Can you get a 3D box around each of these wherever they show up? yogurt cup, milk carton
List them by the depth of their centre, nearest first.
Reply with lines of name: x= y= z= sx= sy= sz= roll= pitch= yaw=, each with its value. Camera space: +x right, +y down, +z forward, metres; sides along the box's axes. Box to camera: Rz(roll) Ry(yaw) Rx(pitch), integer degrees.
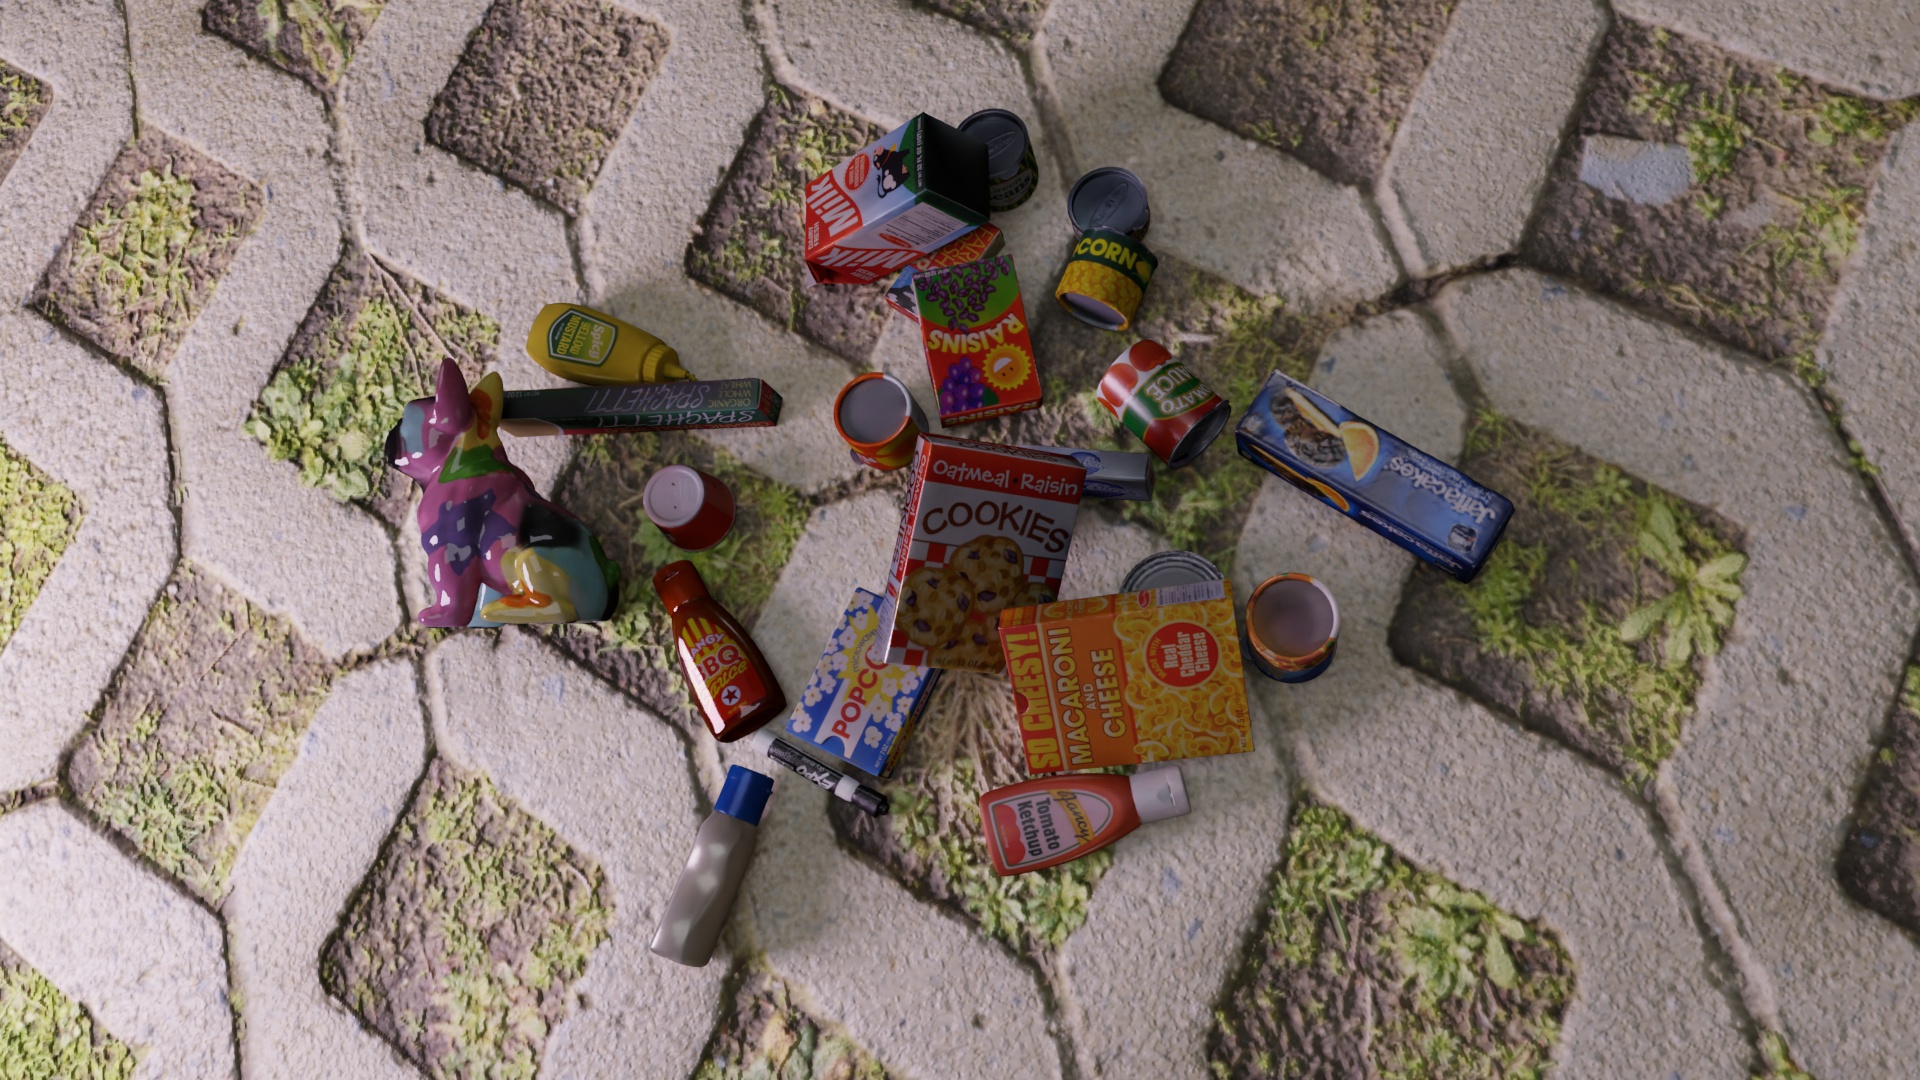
yogurt cup: x=-0.226 y=-0.030 z=1.146 sx=0.072 sy=0.054 sz=0.072 roll=-3 pitch=74 yaw=11
milk carton: x=-0.068 y=-0.272 z=1.149 sx=0.190 sy=0.073 sz=0.072 roll=-18 pitch=67 yaw=42

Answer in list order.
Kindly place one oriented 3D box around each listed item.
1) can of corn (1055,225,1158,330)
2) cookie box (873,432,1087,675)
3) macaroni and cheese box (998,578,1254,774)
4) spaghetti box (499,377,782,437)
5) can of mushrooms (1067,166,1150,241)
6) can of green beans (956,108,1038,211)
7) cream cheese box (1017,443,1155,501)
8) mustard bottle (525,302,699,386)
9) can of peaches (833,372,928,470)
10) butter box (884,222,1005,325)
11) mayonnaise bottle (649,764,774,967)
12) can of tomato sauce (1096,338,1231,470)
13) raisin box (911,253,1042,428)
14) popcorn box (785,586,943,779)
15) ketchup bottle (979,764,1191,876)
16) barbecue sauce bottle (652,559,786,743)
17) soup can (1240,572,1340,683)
can of corn: x=0.116 y=-0.210 z=1.114 sx=0.071 sy=0.071 sz=0.058 roll=22 pitch=81 yaw=17
cookie box: x=0.014 y=0.012 z=1.025 sx=0.123 sy=0.040 sz=0.167 roll=8 pitch=102 yaw=-19
macaroni and cheese box: x=0.120 y=0.100 z=1.004 sx=0.166 sy=0.040 sz=0.123 roll=-8 pitch=110 yaw=10
spaghetti box: x=-0.278 y=-0.113 z=1.184 sx=0.250 sy=0.050 sz=0.029 roll=-1 pitch=76 yaw=12
can of mushrooms: x=0.125 y=-0.271 z=1.150 sx=0.071 sy=0.033 sz=0.071 roll=-3 pitch=73 yaw=11
can of green beans: x=0.030 y=-0.320 z=1.173 sx=0.071 sy=0.057 sz=0.071 roll=-3 pitch=73 yaw=11
cream cheese box: x=0.098 y=-0.052 z=1.081 sx=0.104 sy=0.053 sz=0.024 roll=5 pitch=74 yaw=14
mustard bottle: x=-0.296 y=-0.161 z=1.202 sx=0.160 sy=0.048 sz=0.065 roll=16 pitch=80 yaw=17
can of peaches: x=-0.066 y=-0.095 z=1.127 sx=0.071 sy=0.058 sz=0.071 roll=-3 pitch=73 yaw=11
butter box: x=-0.013 y=-0.230 z=1.173 sx=0.053 sy=0.024 sz=0.103 roll=34 pitch=84 yaw=19
mayonnaise bottle: x=-0.185 y=0.245 z=1.053 sx=0.041 sy=0.064 sz=0.148 roll=17 pitch=74 yaw=14
can of tomato sauce: x=0.157 y=-0.108 z=1.076 sx=0.071 sy=0.071 sz=0.083 roll=-43 pitch=69 yaw=-2
raisin box: x=0.013 y=-0.161 z=1.125 sx=0.086 sy=0.040 sz=0.123 roll=-11 pitch=81 yaw=-1
popcorn box: x=-0.067 y=0.110 z=1.078 sx=0.085 sy=0.038 sz=0.127 roll=23 pitch=80 yaw=17
ketchup bottle: x=0.092 y=0.198 z=1.013 sx=0.149 sy=0.043 sz=0.065 roll=-15 pitch=83 yaw=7
barbecue sauce bottle: x=-0.199 y=0.085 z=1.111 sx=0.065 sy=0.043 sz=0.149 roll=-33 pitch=69 yaw=3
soup can: x=0.236 y=0.065 z=1.000 sx=0.071 sy=0.083 sz=0.071 roll=-3 pitch=74 yaw=12
